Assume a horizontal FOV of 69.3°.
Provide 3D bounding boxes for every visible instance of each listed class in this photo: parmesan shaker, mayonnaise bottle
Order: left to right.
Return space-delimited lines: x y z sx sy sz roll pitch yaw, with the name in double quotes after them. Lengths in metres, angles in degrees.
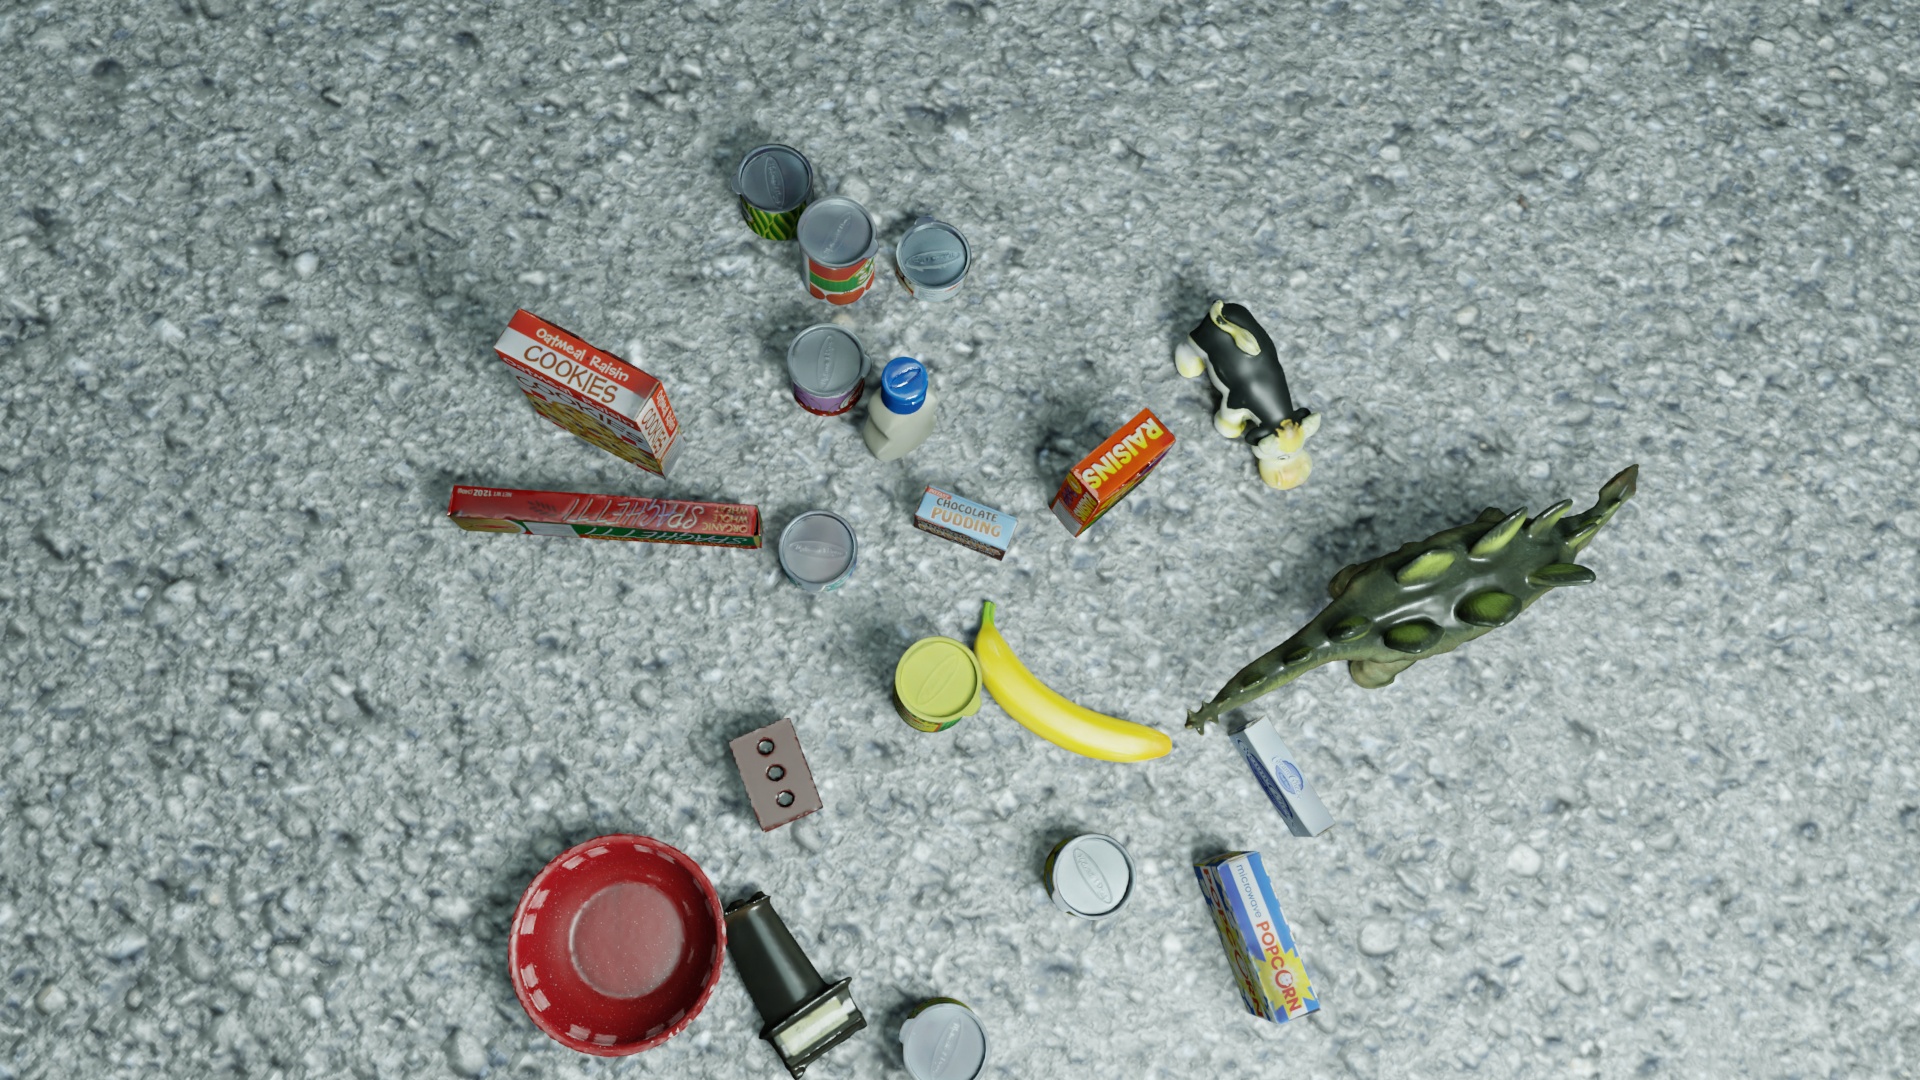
-0.048 -0.109 1.137 0.065 0.147 0.041 -33 81 -11 "mayonnaise bottle"
-0.018 0.119 1.107 0.071 0.103 0.071 1 77 -4 "parmesan shaker"

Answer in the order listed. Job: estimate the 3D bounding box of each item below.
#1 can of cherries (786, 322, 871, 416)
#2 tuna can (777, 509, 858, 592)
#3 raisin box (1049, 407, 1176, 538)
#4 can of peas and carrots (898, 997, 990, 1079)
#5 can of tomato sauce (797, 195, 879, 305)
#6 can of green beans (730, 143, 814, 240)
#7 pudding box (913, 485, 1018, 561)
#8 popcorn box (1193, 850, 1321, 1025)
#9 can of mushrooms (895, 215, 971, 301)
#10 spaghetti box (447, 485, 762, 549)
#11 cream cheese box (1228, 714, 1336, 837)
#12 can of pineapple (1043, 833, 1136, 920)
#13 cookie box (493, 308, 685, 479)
-0.112 -0.144 1.187 0.071 0.058 0.071 1 76 -4 "can of cherries"
-0.119 0.012 1.161 0.071 0.032 0.071 1 76 -4 "tuna can"
0.124 -0.054 1.151 0.086 0.123 0.040 -39 83 -12 "raisin box"
-0.015 0.385 1.064 0.071 0.058 0.071 1 76 -4 "can of peas and carrots"
-0.104 -0.249 1.201 0.071 0.083 0.071 1 76 -4 "can of tomato sauce"
-0.162 -0.306 1.223 0.071 0.057 0.071 1 76 -4 "can of green beans"
0.004 -0.015 1.169 0.084 0.049 0.030 21 76 1 "pudding box"
0.230 0.309 1.090 0.038 0.085 0.127 -18 79 -9 "popcorn box"
-0.025 -0.249 1.233 0.071 0.033 0.071 1 76 -4 "can of mushrooms"
-0.288 -0.018 1.146 0.250 0.050 0.029 4 76 -4 "spaghetti box"
0.262 0.194 1.137 0.024 0.053 0.104 -30 81 -11 "cream cheese box"
0.100 0.267 1.103 0.071 0.057 0.071 1 76 -4 "can of pineapple"
-0.290 -0.113 1.109 0.123 0.167 0.040 27 76 2 "cookie box"
